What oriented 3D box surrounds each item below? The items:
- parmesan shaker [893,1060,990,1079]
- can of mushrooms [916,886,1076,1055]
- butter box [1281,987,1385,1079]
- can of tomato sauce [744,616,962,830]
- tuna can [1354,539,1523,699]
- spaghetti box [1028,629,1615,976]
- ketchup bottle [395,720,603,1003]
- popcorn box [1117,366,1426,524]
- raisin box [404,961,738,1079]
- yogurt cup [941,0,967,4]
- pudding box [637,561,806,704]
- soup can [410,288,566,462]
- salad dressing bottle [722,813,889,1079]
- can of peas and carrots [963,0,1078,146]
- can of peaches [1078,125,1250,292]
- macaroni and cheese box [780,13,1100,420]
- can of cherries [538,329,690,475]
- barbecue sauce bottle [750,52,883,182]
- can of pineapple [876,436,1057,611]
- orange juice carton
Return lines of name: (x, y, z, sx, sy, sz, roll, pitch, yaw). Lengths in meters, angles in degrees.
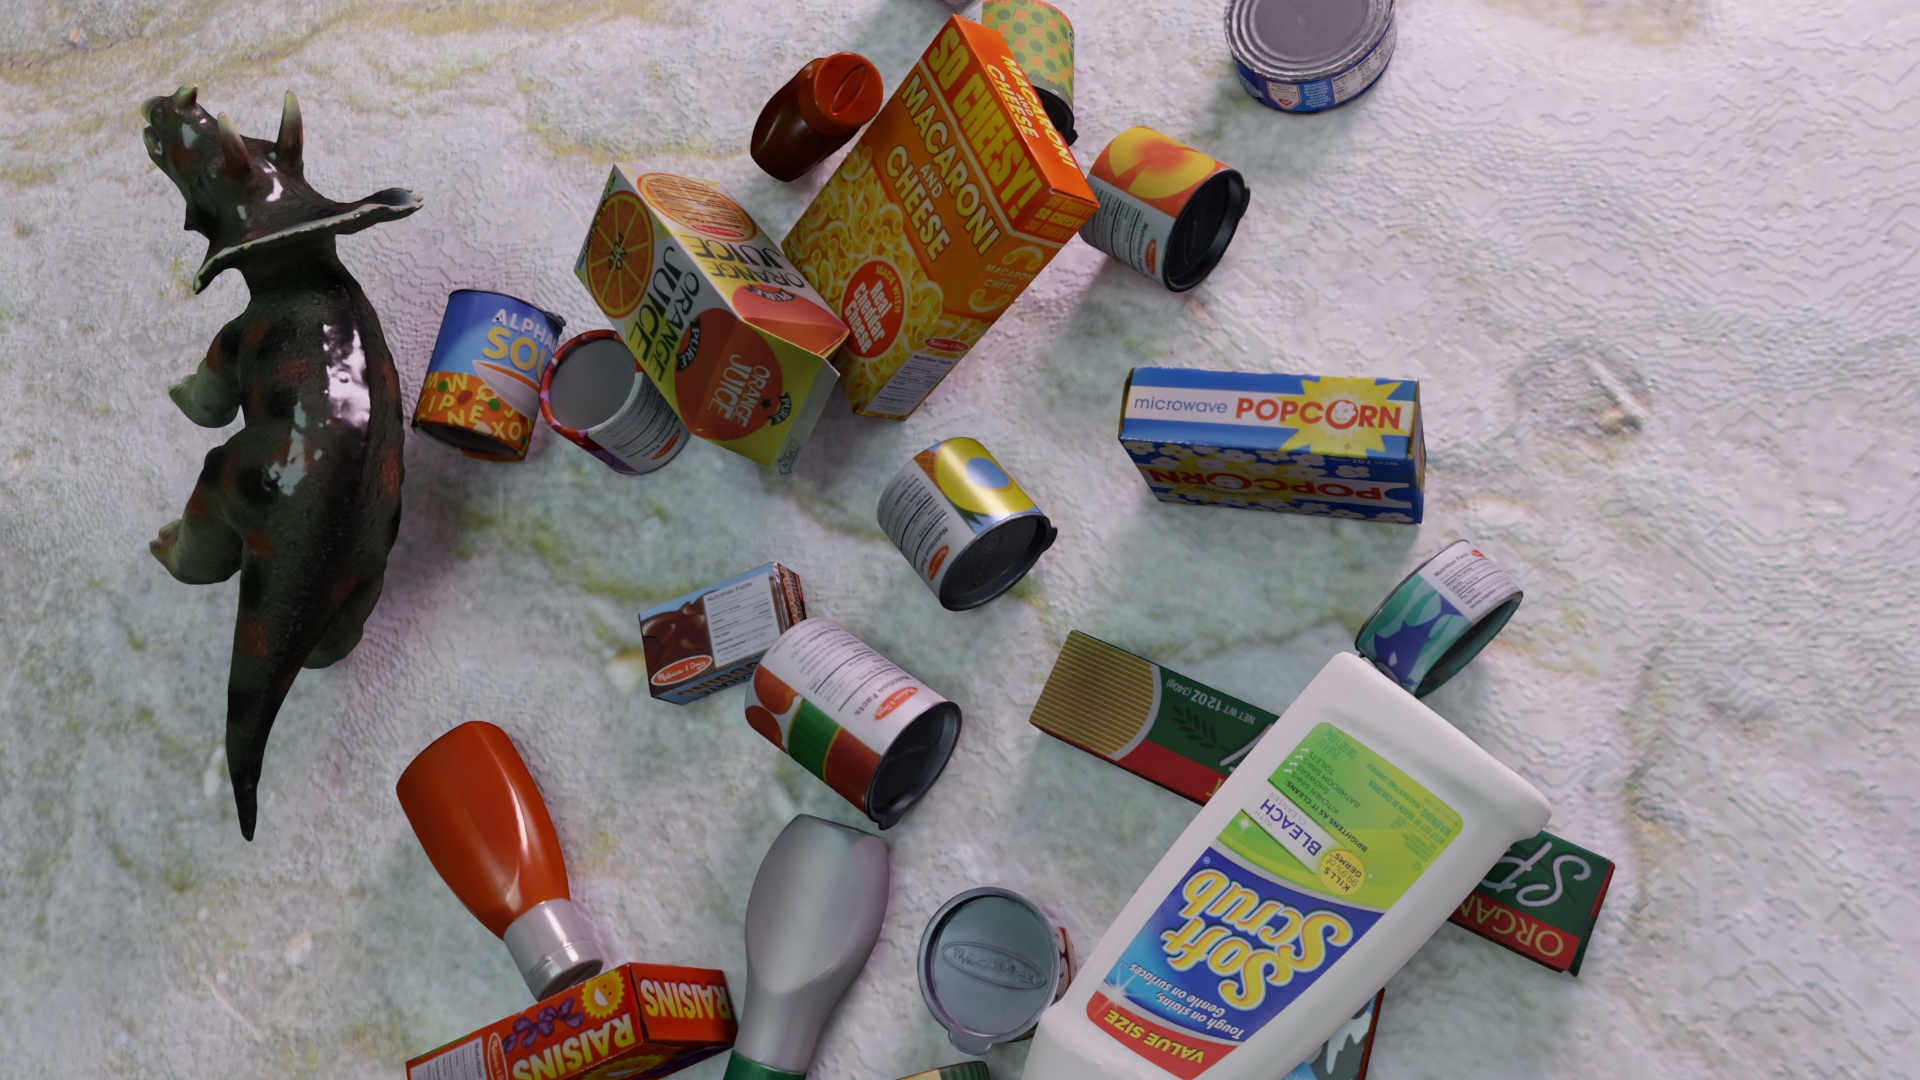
parmesan shaker: (-0.005, 0.277, 0.579, 0.071, 0.071, 0.103, -21, 65, 13)
can of mushrooms: (0.016, 0.192, 0.619, 0.071, 0.033, 0.071, -6, 70, 18)
butter box: (0.120, 0.197, 0.584, 0.103, 0.024, 0.053, 12, 77, 24)
can of tomato sauce: (-0.052, 0.086, 0.665, 0.083, 0.071, 0.071, 31, 85, 27)
tuna can: (0.202, 0.036, 0.590, 0.071, 0.071, 0.033, -43, 64, 2)
spaghetti box: (0.148, 0.108, 0.603, 0.250, 0.028, 0.050, 22, 82, 26)
ketchup bottle: (-0.234, 0.166, 0.715, 0.064, 0.043, 0.149, -42, 63, 3)
popcorn box: (0.142, -0.043, 0.627, 0.127, 0.085, 0.038, 6, 74, 22)
raisin box: (-0.178, 0.238, 0.645, 0.123, 0.086, 0.040, -26, 63, 10)
yogurt cup: (-0.009, -0.350, 0.805, 0.072, 0.072, 0.054, -43, 71, 2)
pudding box: (-0.123, 0.048, 0.723, 0.083, 0.030, 0.050, -21, 67, 13)
soup can: (-0.273, -0.095, 0.810, 0.071, 0.071, 0.084, 4, 74, 22)
salad dressing bottle: (-0.077, 0.204, 0.645, 0.064, 0.044, 0.148, 12, 77, 22)
can of peas and carrots: (0.031, -0.250, 0.754, 0.071, 0.071, 0.059, -5, 70, 19)
can of peaches: (0.102, -0.168, 0.699, 0.058, 0.071, 0.071, 35, 86, 27)
macaroni and cheese box: (-0.016, -0.161, 0.712, 0.165, 0.040, 0.124, -44, 59, 35)
can of cherries: (-0.194, -0.078, 0.779, 0.071, 0.058, 0.071, -6, 70, 18)
barbecue sauce bottle: (-0.077, -0.231, 0.748, 0.065, 0.043, 0.148, -57, 19, -3)
can of pineapple: (0.002, -0.009, 0.679, 0.071, 0.071, 0.058, -41, 63, 3)
orange juice carton: (-0.126, -0.117, 0.738, 0.193, 0.073, 0.071, 50, 124, 31)
